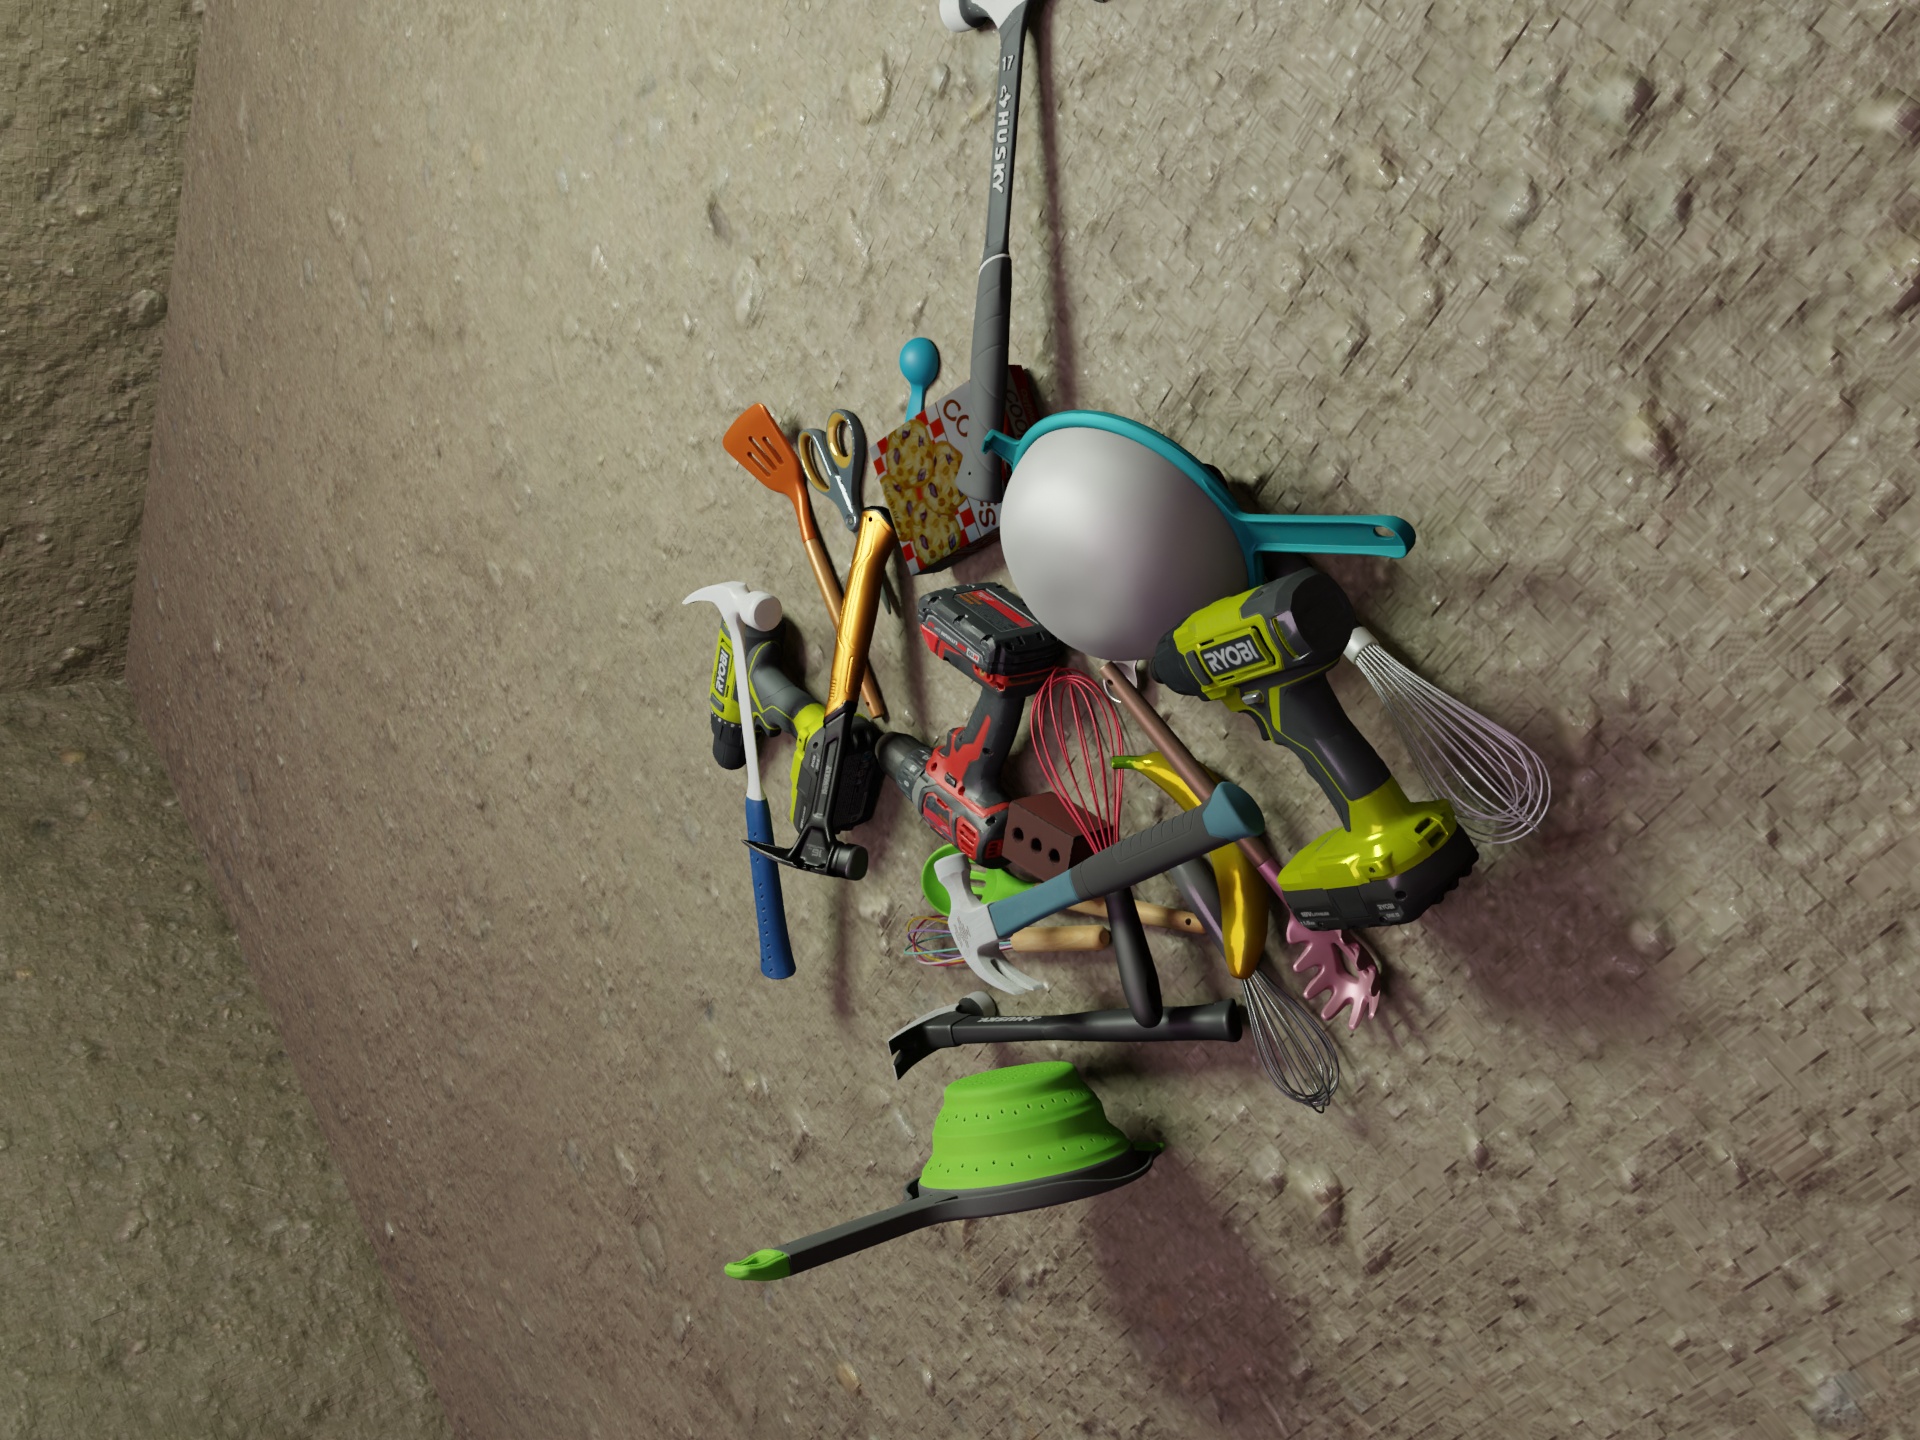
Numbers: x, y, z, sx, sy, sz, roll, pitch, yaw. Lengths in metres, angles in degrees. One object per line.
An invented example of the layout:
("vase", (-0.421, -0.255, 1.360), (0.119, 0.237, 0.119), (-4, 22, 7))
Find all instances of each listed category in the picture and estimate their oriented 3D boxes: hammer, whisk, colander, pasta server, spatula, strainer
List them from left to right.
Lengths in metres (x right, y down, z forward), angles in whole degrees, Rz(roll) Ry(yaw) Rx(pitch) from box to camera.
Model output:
("hammer", (-0.201, 0.061, 1.540), (0.144, 0.035, 0.405), (23, 123, 51))
("spatula", (-0.144, -0.150, 1.533), (0.081, 0.041, 0.323), (-32, 76, 47))
("hammer", (-0.110, -0.030, 1.444), (0.127, 0.034, 0.337), (10, 86, 33))
("colander", (-0.014, 0.338, 1.240), (0.204, 0.397, 0.094), (-17, 81, 49))
("whisk", (0.034, 0.194, 1.417), (0.245, 0.051, 0.047), (-10, 86, 46))
("hammer", (0.033, -0.376, 1.245), (0.149, 0.036, 0.409), (10, 99, 45))
("hammer", (0.087, 0.256, 1.322), (0.335, 0.146, 0.035), (-11, 93, 41))
("hammer", (0.100, 0.119, 1.212), (0.331, 0.033, 0.128), (-32, 71, 46))
("whisk", (0.113, 0.097, 1.259), (0.073, 0.073, 0.296), (-29, 69, 48))
("strainer", (0.144, -0.104, 1.086), (0.340, 0.095, 0.210), (9, 140, 49))
("pasta server", (0.200, 0.085, 1.157), (0.316, 0.040, 0.060), (52, 140, 7))
("whisk", (0.215, 0.188, 1.209), (0.055, 0.055, 0.239), (-51, 58, 42))
("whisk", (0.288, -0.029, 1.066), (0.285, 0.070, 0.070), (54, 134, 32))

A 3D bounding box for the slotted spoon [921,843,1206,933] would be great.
("slotted spoon", (0.084, 0.153, 1.360), (0.314, 0.031, 0.070), (5, 82, 45))

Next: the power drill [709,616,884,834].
("power drill", (-0.177, 0.015, 1.585), (0.229, 0.080, 0.190), (43, 133, 36))

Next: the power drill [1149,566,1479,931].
("power drill", (0.219, 0.021, 1.028), (0.223, 0.080, 0.171), (59, 151, -6))

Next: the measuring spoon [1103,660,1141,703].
("measuring spoon", (0.147, -0.069, 1.250), (0.034, 0.018, 0.124), (39, 119, 34))

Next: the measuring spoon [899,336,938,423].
("measuring spoon", (-0.047, -0.274, 1.407), (0.042, 0.021, 0.128), (31, 121, 40))

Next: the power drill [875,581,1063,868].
("power drill", (-0.002, -0.004, 1.385), (0.188, 0.080, 0.226), (38, 129, 42))
